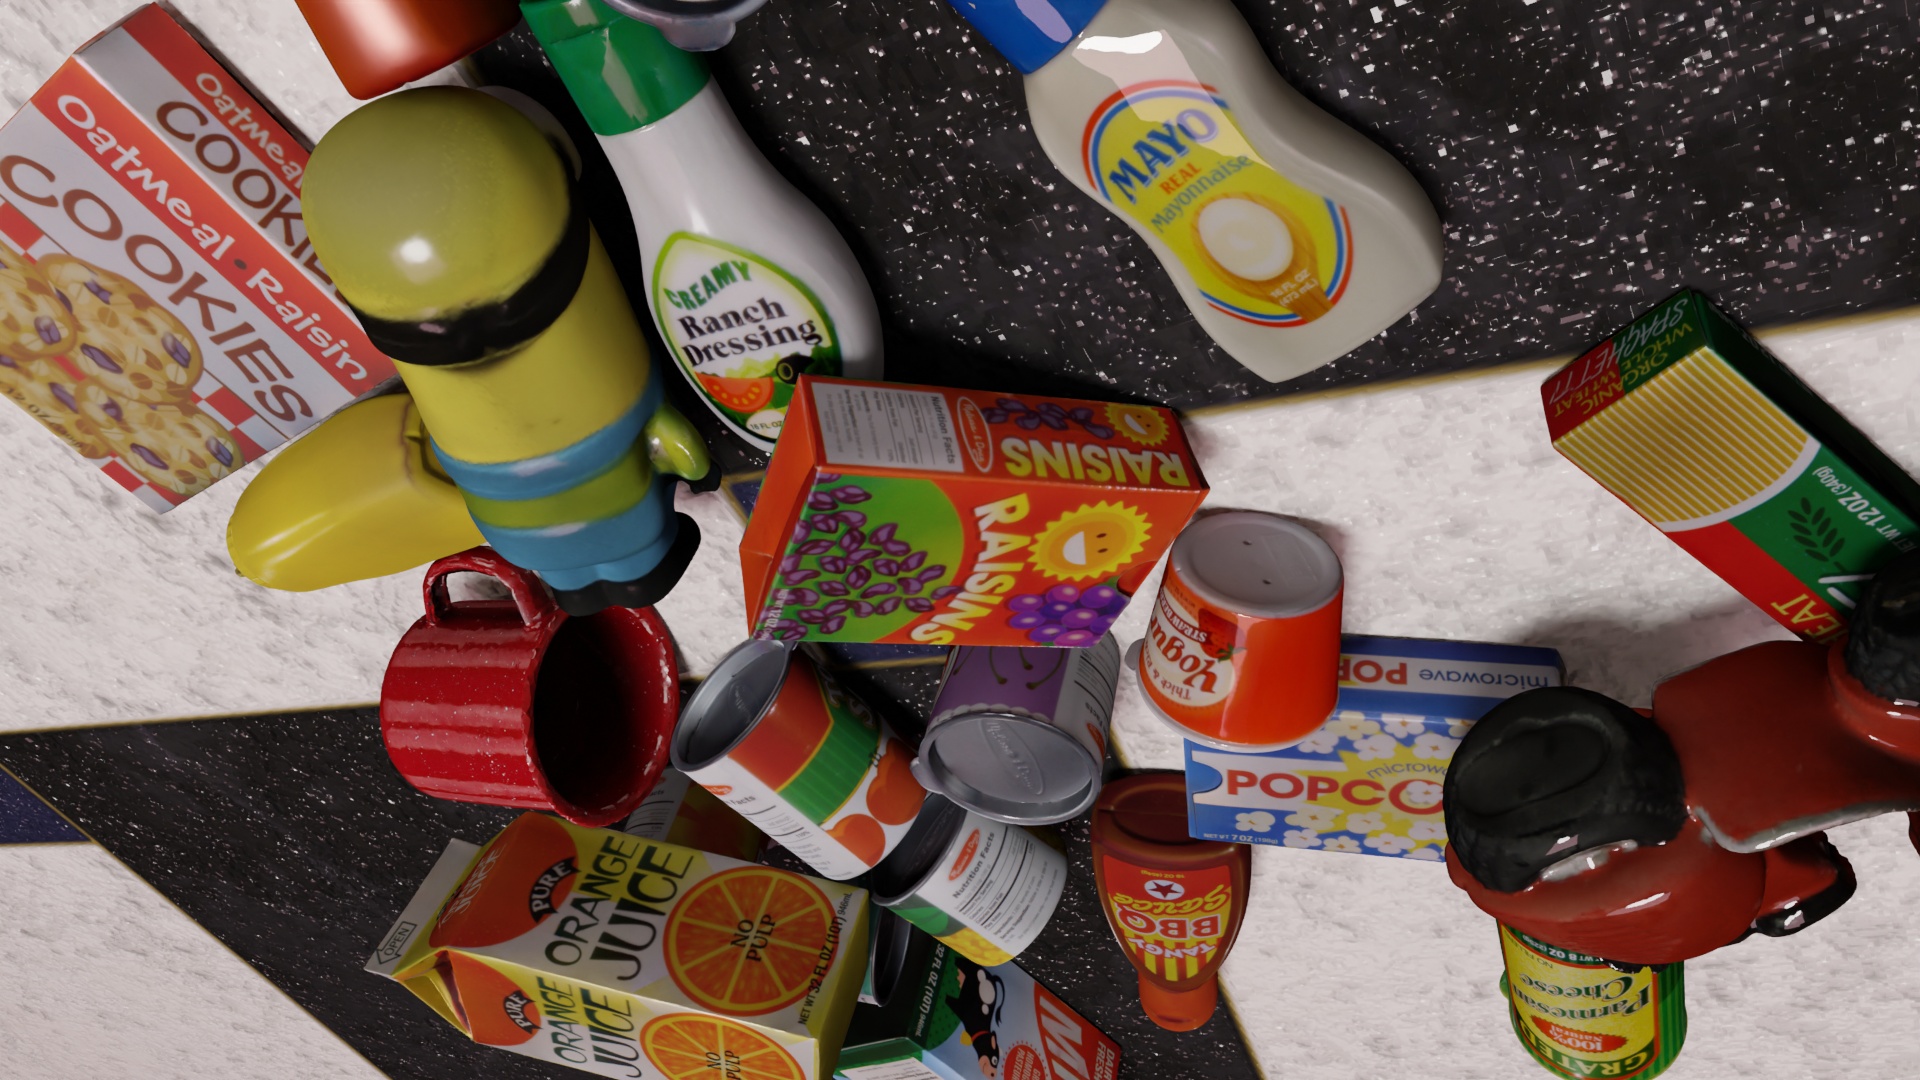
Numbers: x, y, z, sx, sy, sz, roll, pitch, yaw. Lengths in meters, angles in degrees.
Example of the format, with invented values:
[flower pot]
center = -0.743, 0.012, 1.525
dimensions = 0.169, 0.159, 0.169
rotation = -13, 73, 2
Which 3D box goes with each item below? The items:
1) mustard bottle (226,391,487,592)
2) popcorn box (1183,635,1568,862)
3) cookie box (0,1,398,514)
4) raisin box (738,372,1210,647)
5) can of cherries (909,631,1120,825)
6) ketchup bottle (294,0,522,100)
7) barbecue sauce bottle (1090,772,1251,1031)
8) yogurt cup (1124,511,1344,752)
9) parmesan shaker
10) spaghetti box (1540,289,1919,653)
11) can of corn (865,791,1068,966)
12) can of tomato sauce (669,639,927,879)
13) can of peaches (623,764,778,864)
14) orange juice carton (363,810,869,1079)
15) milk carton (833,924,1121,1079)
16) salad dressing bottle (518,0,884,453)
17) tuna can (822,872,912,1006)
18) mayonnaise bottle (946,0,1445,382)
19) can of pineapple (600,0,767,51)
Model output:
[mustard bottle]
center = -0.230, -0.011, 0.516
dimensions = 0.160, 0.049, 0.065
rotation = -16, 160, 33
[popcorn box]
center = 0.147, 0.076, 0.504
dimensions = 0.127, 0.038, 0.084
rotation = 3, 136, 14
[cookie box]
center = -0.271, -0.085, 0.469
dimensions = 0.167, 0.040, 0.122
rotation = -19, 126, 33
[raisin box]
center = 0.002, -0.005, 0.432
dimensions = 0.123, 0.040, 0.085
rotation = 3, 140, -23
[can of cherries]
center = 0.021, 0.062, 0.514
dimensions = 0.071, 0.059, 0.071
rotation = 8, 137, 8
[ketchup bottle]
center = -0.160, -0.183, 0.324
dimensions = 0.043, 0.065, 0.148
rotation = -19, 118, 12
[barbecue sauce bottle]
center = 0.093, 0.160, 0.601
dimensions = 0.065, 0.044, 0.147
rotation = 2, 135, 13
[yogurt cup]
center = 0.093, 0.027, 0.454
dimensions = 0.072, 0.073, 0.053
rotation = 8, 128, 9
[parmesan shaker]
center = 0.239, 0.155, 0.535
dimensions = 0.071, 0.072, 0.102
rotation = -7, 131, 23
[spaghetti box]
center = 0.279, 0.017, 0.412
dimensions = 0.250, 0.029, 0.050
rotation = 33, 135, -16
[can of corn]
center = 0.002, 0.137, 0.591
dimensions = 0.058, 0.071, 0.071
rotation = 37, 133, -20
[can of tomato sauce]
center = -0.062, 0.085, 0.558
dimensions = 0.071, 0.071, 0.083
rotation = -26, 122, 36
[can of peaches]
center = -0.123, 0.148, 0.643
dimensions = 0.071, 0.058, 0.070
rotation = 9, 135, 9
[orange juice carton]
center = -0.140, 0.171, 0.575
dimensions = 0.193, 0.072, 0.072
rotation = 11, 131, 8
[milk carton]
center = 0.019, 0.275, 0.717
dimensions = 0.073, 0.073, 0.190
rotation = -26, 121, 36
[salad dressing bottle]
center = -0.071, -0.093, 0.397
dimensions = 0.064, 0.044, 0.147
rotation = -9, 130, 22
[tuna can]
center = -0.045, 0.177, 0.645
dimensions = 0.033, 0.071, 0.070
rotation = 6, 135, 13
[mayonnaise bottle]
center = 0.054, -0.105, 0.349
dimensions = 0.148, 0.041, 0.064
rotation = 38, 134, -21
[can of pineapple]
center = -0.060, -0.159, 0.317
dimensions = 0.071, 0.058, 0.070
rotation = 9, 136, 9
